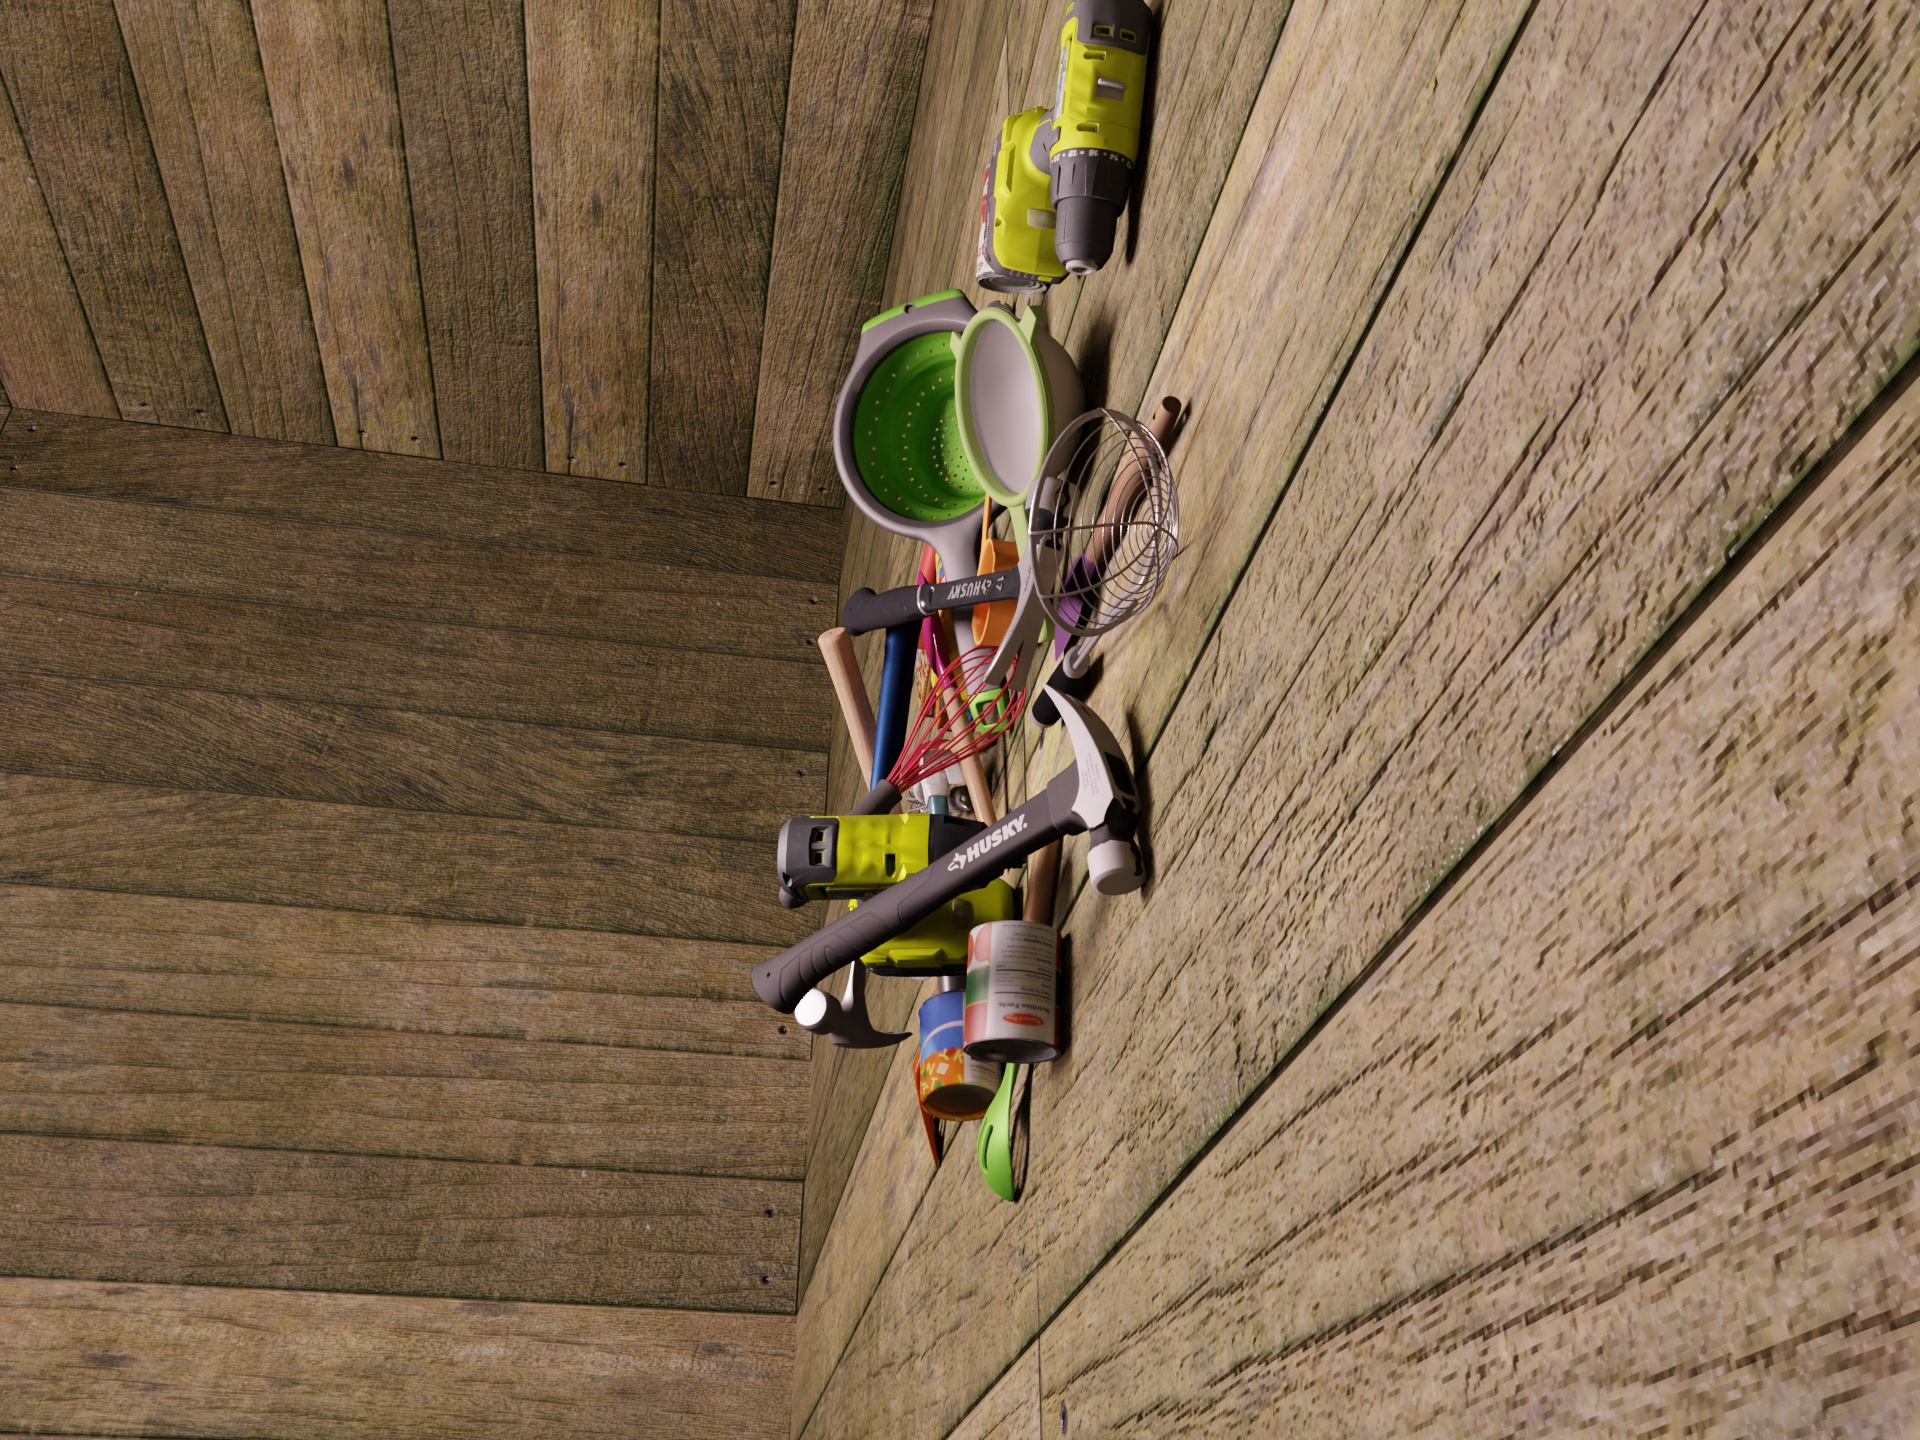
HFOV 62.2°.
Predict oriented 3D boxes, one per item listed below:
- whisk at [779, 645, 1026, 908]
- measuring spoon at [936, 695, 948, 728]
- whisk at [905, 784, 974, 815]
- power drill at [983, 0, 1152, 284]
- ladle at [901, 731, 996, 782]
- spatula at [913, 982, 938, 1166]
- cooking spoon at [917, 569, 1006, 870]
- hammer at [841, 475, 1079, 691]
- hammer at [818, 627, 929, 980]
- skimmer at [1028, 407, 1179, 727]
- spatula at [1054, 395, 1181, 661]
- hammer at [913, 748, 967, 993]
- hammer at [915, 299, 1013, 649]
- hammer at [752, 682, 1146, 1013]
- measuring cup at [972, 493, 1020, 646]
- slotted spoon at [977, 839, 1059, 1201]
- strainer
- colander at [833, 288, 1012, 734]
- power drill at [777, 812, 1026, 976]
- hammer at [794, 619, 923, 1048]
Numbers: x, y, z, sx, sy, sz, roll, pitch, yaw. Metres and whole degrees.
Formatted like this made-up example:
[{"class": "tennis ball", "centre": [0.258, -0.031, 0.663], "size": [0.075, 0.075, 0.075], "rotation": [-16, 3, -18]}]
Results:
[{"class": "whisk", "centre": [-0.043, 0.043, 1.287], "size": [0.296, 0.073, 0.073], "rotation": [-47, -7, -23]}, {"class": "measuring spoon", "centre": [-0.017, -0.034, 1.565], "size": [0.117, 0.011, 0.021], "rotation": [-88, 8, -48]}, {"class": "whisk", "centre": [-0.015, 0.081, 1.589], "size": [0.058, 0.059, 0.246], "rotation": [55, 166, -3]}, {"class": "power drill", "centre": [0.079, -0.410, 1.197], "size": [0.228, 0.080, 0.190], "rotation": [179, 97, -79]}, {"class": "ladle", "centre": [-0.010, 0.030, 1.601], "size": [0.031, 0.069, 0.315], "rotation": [53, 166, -4]}, {"class": "spatula", "centre": [-0.009, 0.267, 1.497], "size": [0.081, 0.041, 0.322], "rotation": [-103, 24, -68]}, {"class": "cooking spoon", "centre": [-0.002, -0.005, 1.416], "size": [0.068, 0.017, 0.319], "rotation": [96, 163, -55]}, {"class": "hammer", "centre": [-0.019, -0.094, 1.281], "size": [0.409, 0.036, 0.149], "rotation": [-1, 75, 68]}, {"class": "hammer", "centre": [-0.070, 0.070, 1.485], "size": [0.130, 0.031, 0.331], "rotation": [-70, -34, -67]}, {"class": "skimmer", "centre": [0.062, -0.071, 1.016], "size": [0.127, 0.090, 0.363], "rotation": [-62, -1, -19]}, {"class": "spatula", "centre": [0.097, -0.126, 1.066], "size": [0.315, 0.018, 0.060], "rotation": [113, 162, -66]}, {"class": "hammer", "centre": [-0.011, 0.179, 1.404], "size": [0.128, 0.033, 0.331], "rotation": [104, 162, -65]}, {"class": "hammer", "centre": [-0.010, -0.249, 1.657], "size": [0.149, 0.036, 0.359], "rotation": [151, 133, -79]}, {"class": "hammer", "centre": [-0.022, 0.105, 1.029], "size": [0.334, 0.035, 0.146], "rotation": [-34, 47, 33]}, {"class": "measuring cup", "centre": [0.044, -0.138, 1.324], "size": [0.095, 0.052, 0.174], "rotation": [108, 167, -55]}, {"class": "slotted spoon", "centre": [0.046, 0.199, 1.159], "size": [0.070, 0.031, 0.313], "rotation": [-129, 47, -80]}, {"class": "strainer", "centre": [0.065, -0.191, 1.225], "size": [0.151, 0.069, 0.256], "rotation": [11, 113, 65]}, {"class": "colander", "centre": [0.009, -0.181, 1.439], "size": [0.094, 0.204, 0.397], "rotation": [5, -108, -65]}, {"class": "power drill", "centre": [-0.027, 0.128, 1.190], "size": [0.223, 0.171, 0.080], "rotation": [69, -160, -66]}, {"class": "hammer", "centre": [-0.069, 0.087, 1.391], "size": [0.143, 0.035, 0.406], "rotation": [43, -133, -54]}]
